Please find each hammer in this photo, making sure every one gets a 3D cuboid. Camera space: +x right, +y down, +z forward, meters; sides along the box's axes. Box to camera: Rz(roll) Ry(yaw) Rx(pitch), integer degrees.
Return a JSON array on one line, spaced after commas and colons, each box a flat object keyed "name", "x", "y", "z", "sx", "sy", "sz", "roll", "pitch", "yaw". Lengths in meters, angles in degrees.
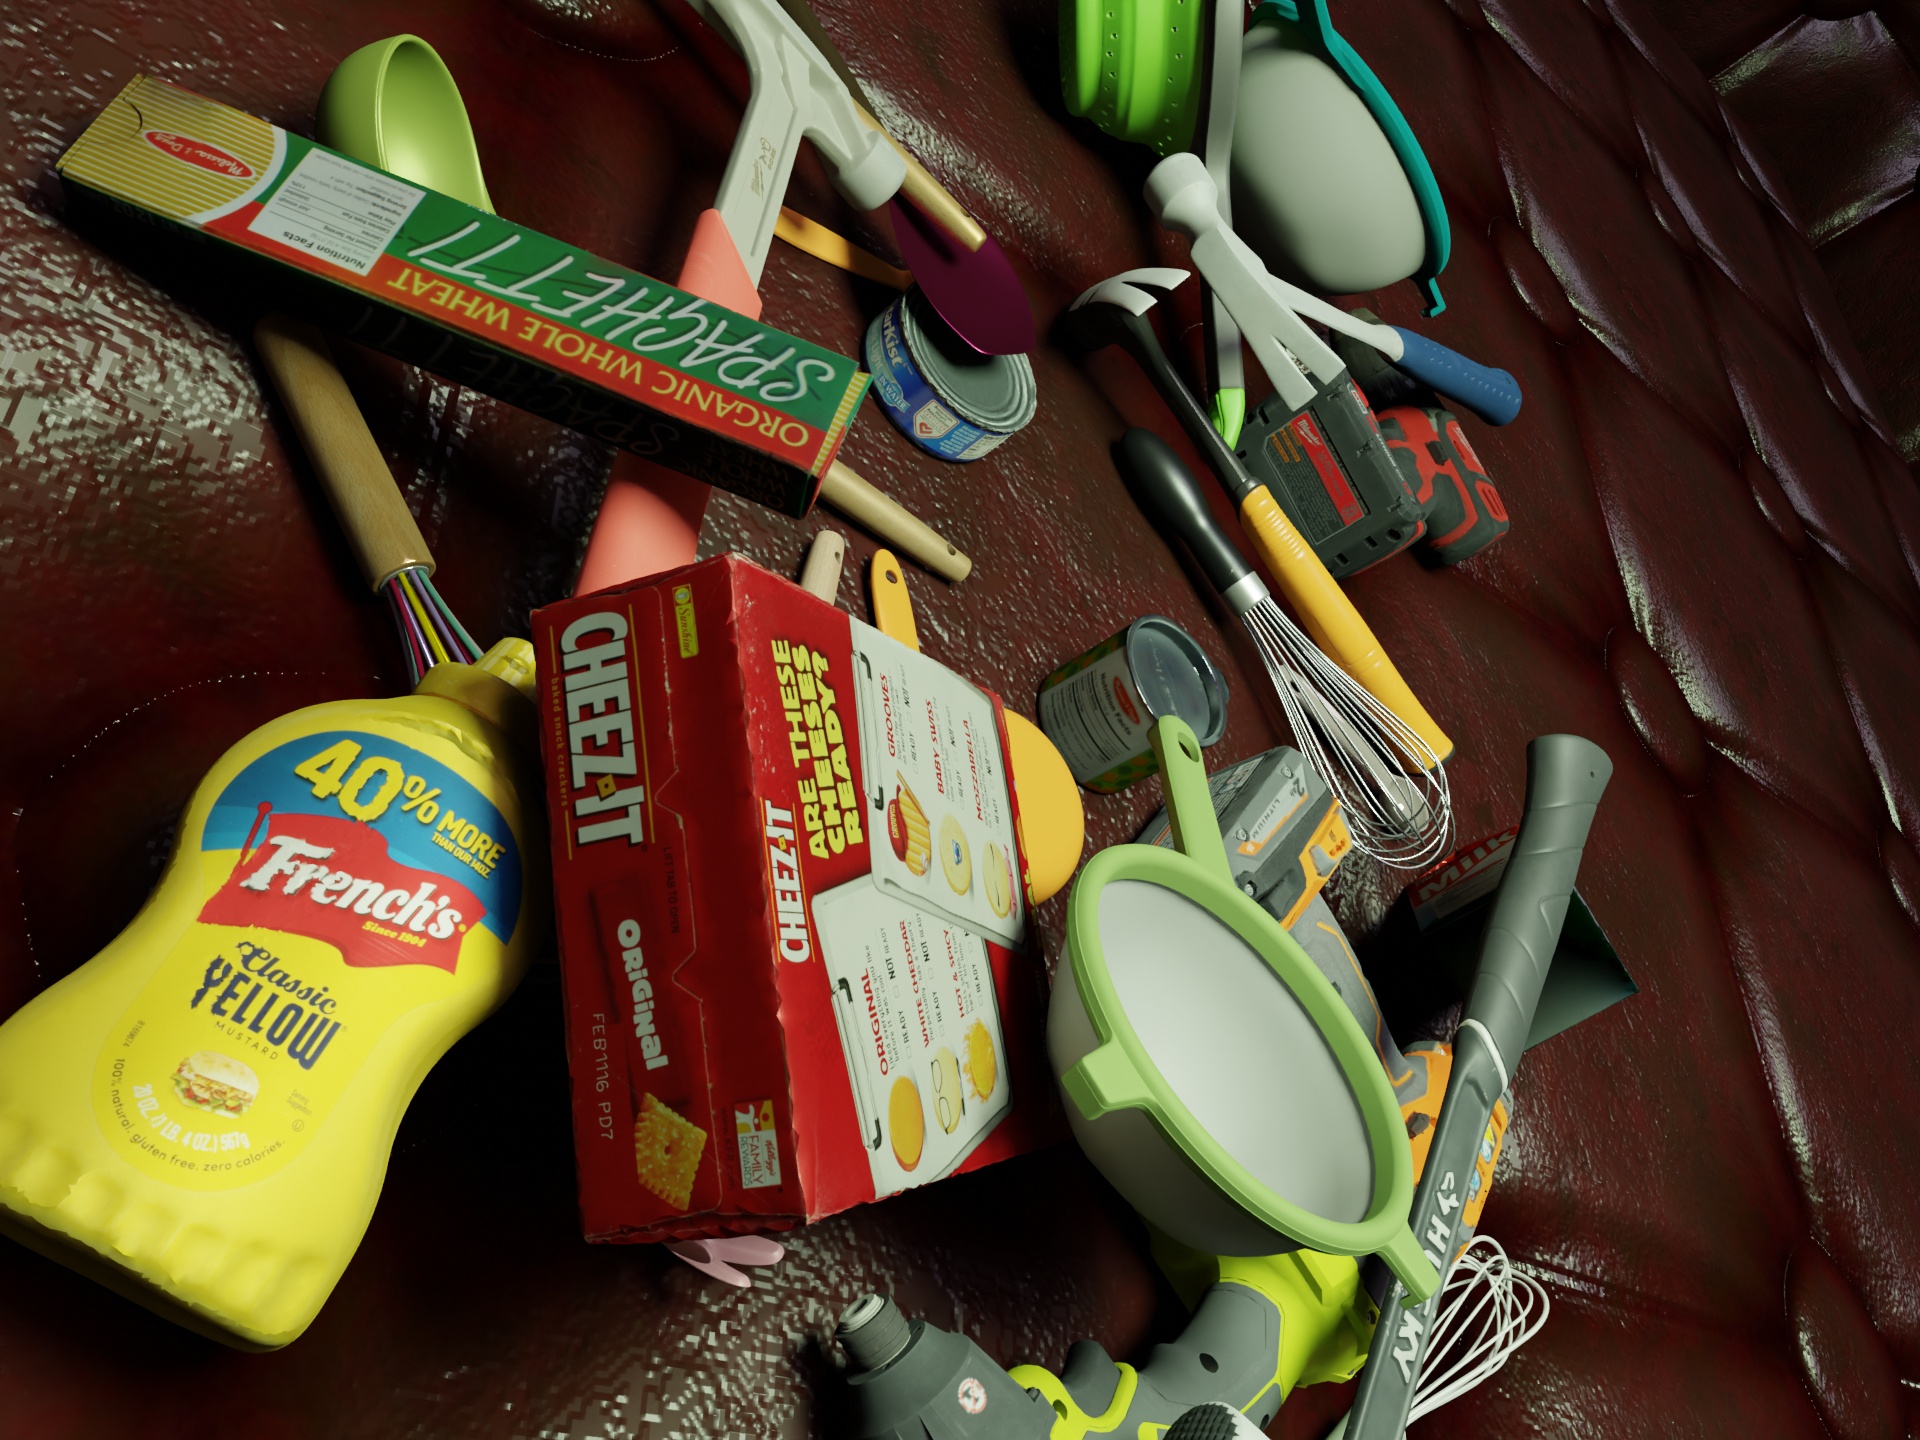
[{"name": "hammer", "x": -0.099, "y": -0.152, "z": 0.585, "sx": 0.149, "sy": 0.037, "sz": 0.359, "roll": 40, "pitch": 43, "yaw": -35}, {"name": "hammer", "x": 0.252, "y": -0.221, "z": 0.947, "sx": 0.405, "sy": 0.035, "sz": 0.144, "roll": 1, "pitch": 56, "yaw": -52}, {"name": "hammer", "x": 0.176, "y": -0.100, "z": 0.873, "sx": 0.336, "sy": 0.034, "sz": 0.127, "roll": 52, "pitch": -5, "yaw": -15}, {"name": "hammer", "x": 0.202, "y": 0.150, "z": 0.617, "sx": 0.149, "sy": 0.036, "sz": 0.409, "roll": 46, "pitch": 50, "yaw": -15}]

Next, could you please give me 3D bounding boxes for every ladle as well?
[{"name": "ladle", "x": -0.105, "y": -0.331, "z": 0.737, "sx": 0.315, "sy": 0.031, "sz": 0.069, "roll": 43, "pitch": 37, "yaw": -3}, {"name": "ladle", "x": -0.105, "y": -0.144, "z": 0.630, "sx": 0.319, "sy": 0.062, "sz": 0.078, "roll": 32, "pitch": 45, "yaw": -32}]

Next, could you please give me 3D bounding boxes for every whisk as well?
[{"name": "whisk", "x": -0.168, "y": -0.024, "z": 0.504, "sx": 0.245, "sy": 0.051, "sz": 0.047, "roll": 61, "pitch": 18, "yaw": 10}, {"name": "whisk", "x": 0.172, "y": -0.042, "z": 0.853, "sx": 0.284, "sy": 0.070, "sz": 0.070, "roll": 55, "pitch": 39, "yaw": 4}, {"name": "whisk", "x": 0.176, "y": 0.286, "z": 0.653, "sx": 0.246, "sy": 0.059, "sz": 0.057, "roll": -22, "pitch": 110, "yaw": -46}]

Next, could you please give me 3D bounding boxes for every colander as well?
[{"name": "colander", "x": 0.113, "y": -0.349, "z": 0.961, "sx": 0.094, "sy": 0.204, "sz": 0.397, "roll": -2, "pitch": 81, "yaw": -1}]

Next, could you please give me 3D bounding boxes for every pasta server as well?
[{"name": "pasta server", "x": -0.066, "y": 0.042, "z": 0.563, "sx": 0.060, "sy": 0.040, "sz": 0.316, "roll": 60, "pitch": 28, "yaw": -42}]

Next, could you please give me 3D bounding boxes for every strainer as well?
[{"name": "strainer", "x": 0.074, "y": 0.090, "z": 0.570, "sx": 0.151, "sy": 0.069, "sz": 0.257, "roll": 34, "pitch": 27, "yaw": -21}, {"name": "strainer", "x": 0.200, "y": -0.379, "z": 0.999, "sx": 0.211, "sy": 0.095, "sz": 0.340, "roll": 57, "pitch": 7, "yaw": 28}]

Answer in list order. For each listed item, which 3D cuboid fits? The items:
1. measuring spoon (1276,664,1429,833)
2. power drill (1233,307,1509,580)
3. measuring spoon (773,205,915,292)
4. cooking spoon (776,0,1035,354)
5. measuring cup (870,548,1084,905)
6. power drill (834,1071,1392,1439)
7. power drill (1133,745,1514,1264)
[{"name": "measuring spoon", "x": 0.217, "y": 0.018, "z": 0.897, "sx": 0.124, "sy": 0.018, "sz": 0.034, "roll": 47, "pitch": 40, "yaw": -3}, {"name": "power drill", "x": 0.262, "y": -0.182, "z": 1.024, "sx": 0.226, "sy": 0.080, "sz": 0.188, "roll": -17, "pitch": 78, "yaw": -53}, {"name": "measuring spoon", "x": -0.056, "y": -0.230, "z": 0.770, "sx": 0.116, "sy": 0.011, "sz": 0.021, "roll": 15, "pitch": 55, "yaw": -40}, {"name": "cooking spoon", "x": -0.053, "y": -0.302, "z": 0.782, "sx": 0.068, "sy": 0.017, "sz": 0.319, "roll": -15, "pitch": 69, "yaw": -42}, {"name": "measuring cup", "x": -0.001, "y": -0.002, "z": 0.646, "sx": 0.095, "sy": 0.052, "sz": 0.174, "roll": 6, "pitch": 63, "yaw": -44}, {"name": "power drill", "x": 0.061, "y": 0.219, "z": 0.552, "sx": 0.171, "sy": 0.080, "sz": 0.223, "roll": 57, "pitch": 42, "yaw": -2}, {"name": "power drill", "x": 0.155, "y": 0.143, "z": 0.697, "sx": 0.226, "sy": 0.084, "sz": 0.164, "roll": 58, "pitch": 39, "yaw": -7}]
